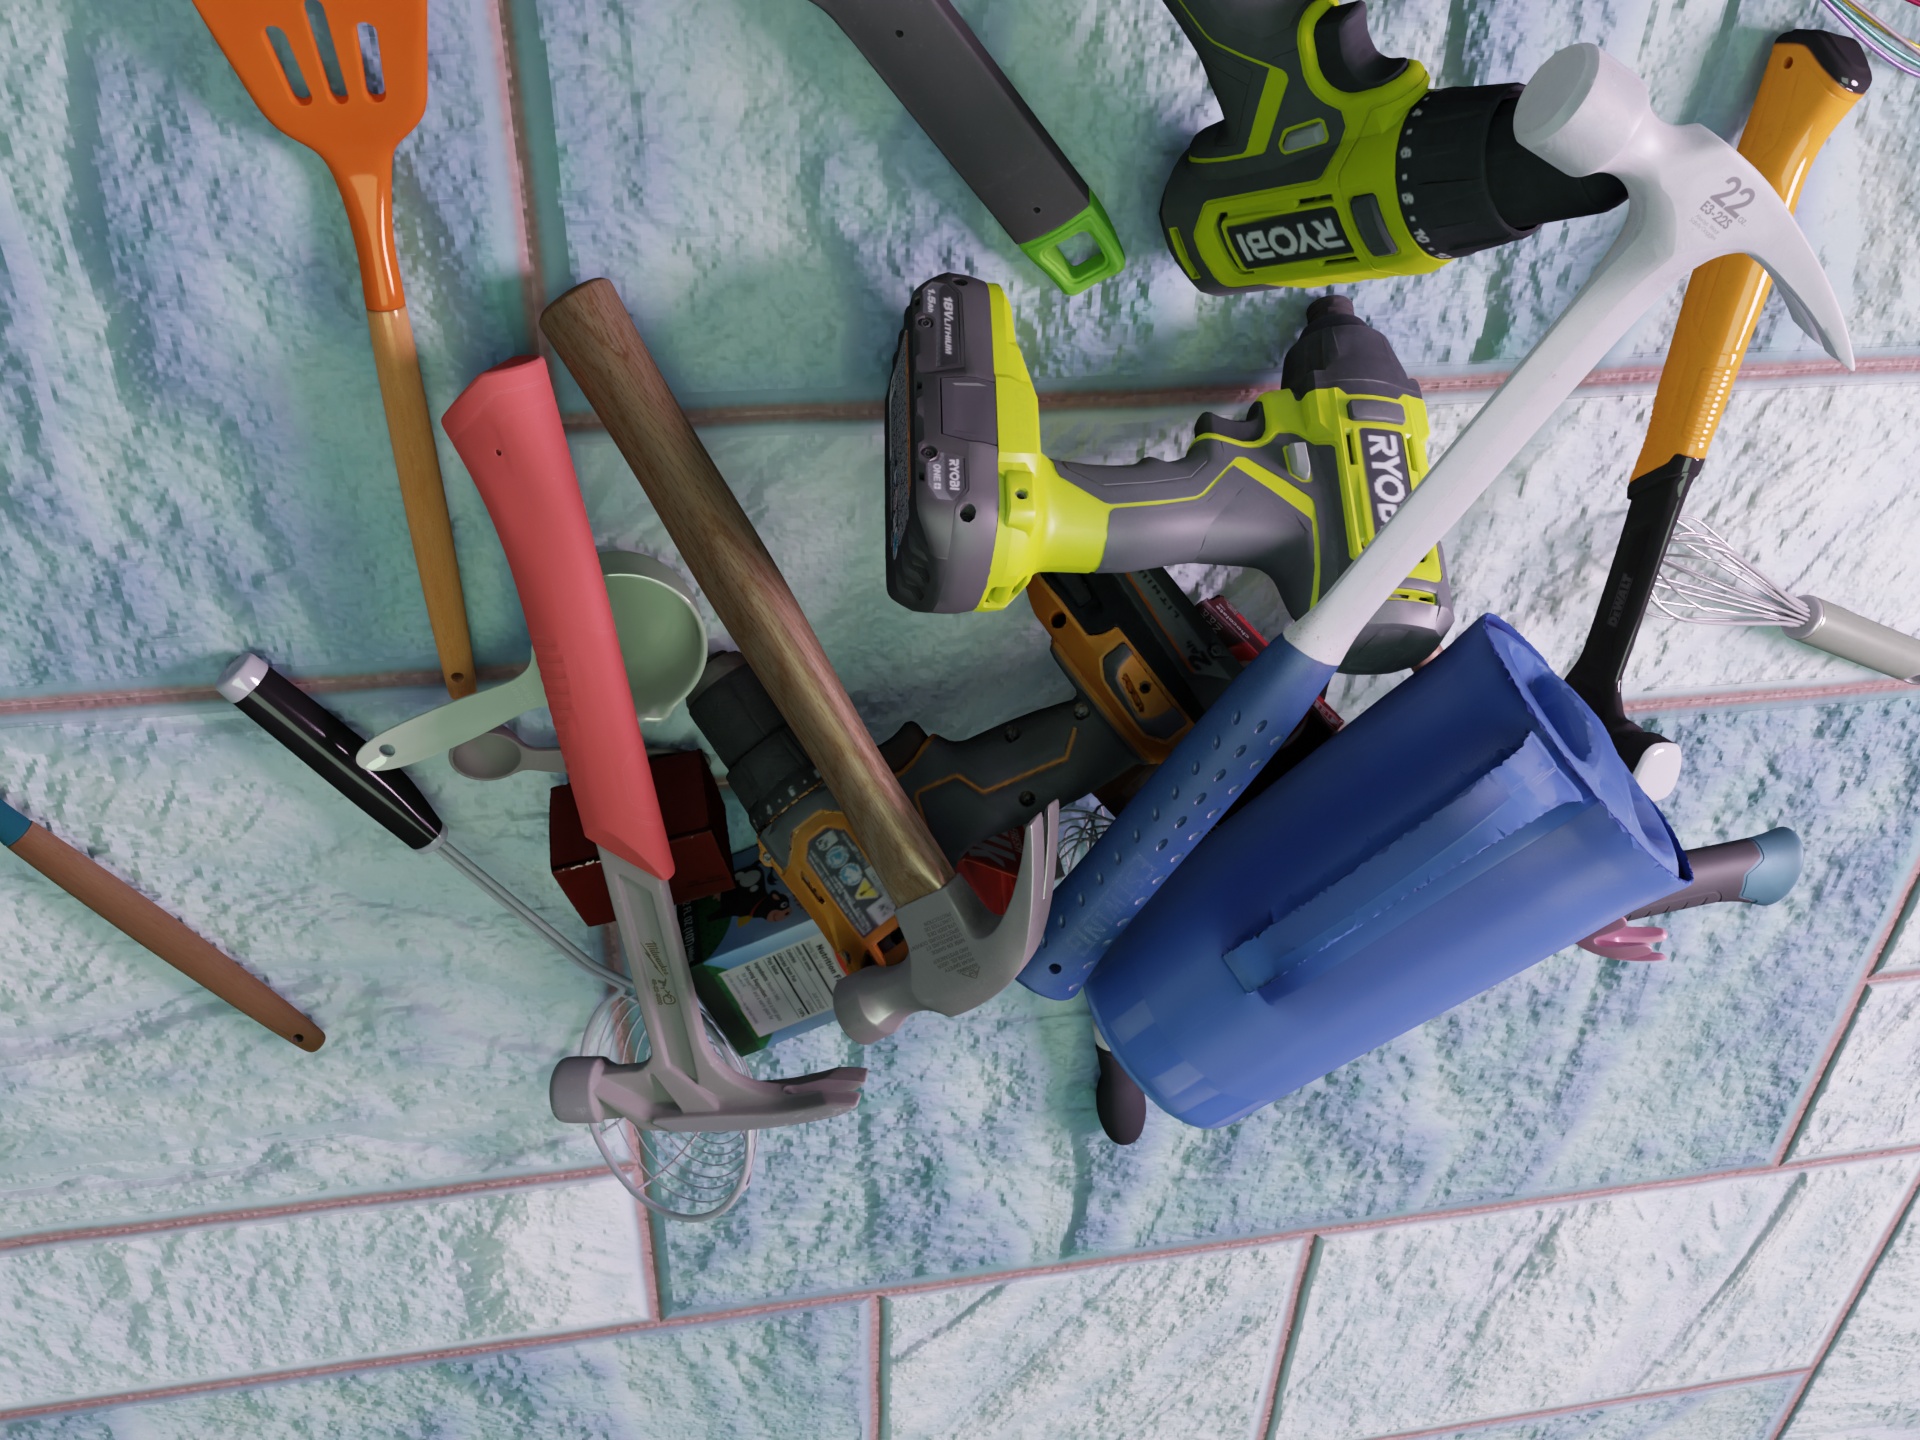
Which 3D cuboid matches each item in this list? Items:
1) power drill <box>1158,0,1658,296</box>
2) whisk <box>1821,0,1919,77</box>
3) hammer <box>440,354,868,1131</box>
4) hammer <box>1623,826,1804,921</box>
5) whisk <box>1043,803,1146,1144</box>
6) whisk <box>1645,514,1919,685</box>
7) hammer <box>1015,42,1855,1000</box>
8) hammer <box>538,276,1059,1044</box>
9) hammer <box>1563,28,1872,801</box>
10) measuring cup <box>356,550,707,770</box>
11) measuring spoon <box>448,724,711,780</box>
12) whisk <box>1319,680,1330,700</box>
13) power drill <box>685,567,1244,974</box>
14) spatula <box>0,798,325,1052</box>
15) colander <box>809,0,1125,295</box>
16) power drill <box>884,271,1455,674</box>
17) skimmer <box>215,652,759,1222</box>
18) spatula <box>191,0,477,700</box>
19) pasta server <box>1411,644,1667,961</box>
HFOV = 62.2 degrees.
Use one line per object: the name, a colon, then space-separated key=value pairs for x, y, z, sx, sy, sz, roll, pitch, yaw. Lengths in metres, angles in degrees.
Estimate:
power drill: x=0.123 y=-0.256 z=0.548 sx=0.080 sy=0.191 sz=0.228 roll=-49 pitch=123 yaw=-24
whisk: x=0.344 y=-0.312 z=0.639 sx=0.245 sy=0.047 sz=0.051 roll=14 pitch=121 yaw=-18
hammer: x=-0.142 y=0.024 z=0.685 sx=0.149 sy=0.037 sz=0.358 roll=-5 pitch=113 yaw=10
hammer: x=0.274 y=0.103 z=0.821 sx=0.331 sy=0.033 sz=0.128 roll=-10 pitch=124 yaw=-6
whisk: x=0.082 y=0.152 z=0.895 sx=0.070 sy=0.070 sz=0.284 roll=-13 pitch=131 yaw=-4
whisk: x=0.437 y=-0.057 z=0.837 sx=0.246 sy=0.059 sz=0.058 roll=15 pitch=156 yaw=-26
hammer: x=0.143 y=-0.032 z=0.594 sx=0.144 sy=0.035 sz=0.405 roll=25 pitch=121 yaw=-19
hammer: x=-0.070 y=-0.028 z=0.647 sx=0.130 sy=0.031 sz=0.331 roll=-28 pitch=96 yaw=27
hammer: x=0.327 y=-0.138 z=0.733 sx=0.034 sy=0.127 sz=0.336 roll=0 pitch=114 yaw=-27
measuring cup: x=-0.194 y=-0.022 z=0.716 sx=0.167 sy=0.038 sz=0.083 roll=-23 pitch=125 yaw=3
measuring spoon: x=-0.181 y=0.014 z=0.764 sx=0.124 sy=0.018 sz=0.034 roll=3 pitch=137 yaw=-23
whisk: x=0.167 y=0.003 z=0.809 sx=0.073 sy=0.073 sz=0.295 roll=7 pitch=116 yaw=-17
power drill: x=-0.001 y=-0.002 z=0.726 sx=0.226 sy=0.084 sz=0.185 roll=-38 pitch=83 yaw=6
spatula: x=-0.416 y=0.075 z=0.732 sx=0.082 sy=0.044 sz=0.317 roll=-35 pitch=125 yaw=7
colander: x=-0.058 y=-0.257 z=0.524 sx=0.204 sy=0.095 sz=0.396 roll=-21 pitch=138 yaw=30
power drill: x=0.084 y=-0.111 z=0.656 sx=0.223 sy=0.171 sz=0.080 roll=3 pitch=156 yaw=-11
skimmer: x=-0.228 y=0.117 z=0.775 sx=0.127 sy=0.090 sz=0.363 roll=-13 pitch=131 yaw=37
spatula: x=-0.225 y=-0.138 z=0.631 sx=0.081 sy=0.041 sz=0.322 roll=-6 pitch=126 yaw=-10
pasta server: x=0.238 y=-0.013 z=0.750 sx=0.040 sy=0.060 sz=0.316 roll=-28 pitch=100 yaw=32
